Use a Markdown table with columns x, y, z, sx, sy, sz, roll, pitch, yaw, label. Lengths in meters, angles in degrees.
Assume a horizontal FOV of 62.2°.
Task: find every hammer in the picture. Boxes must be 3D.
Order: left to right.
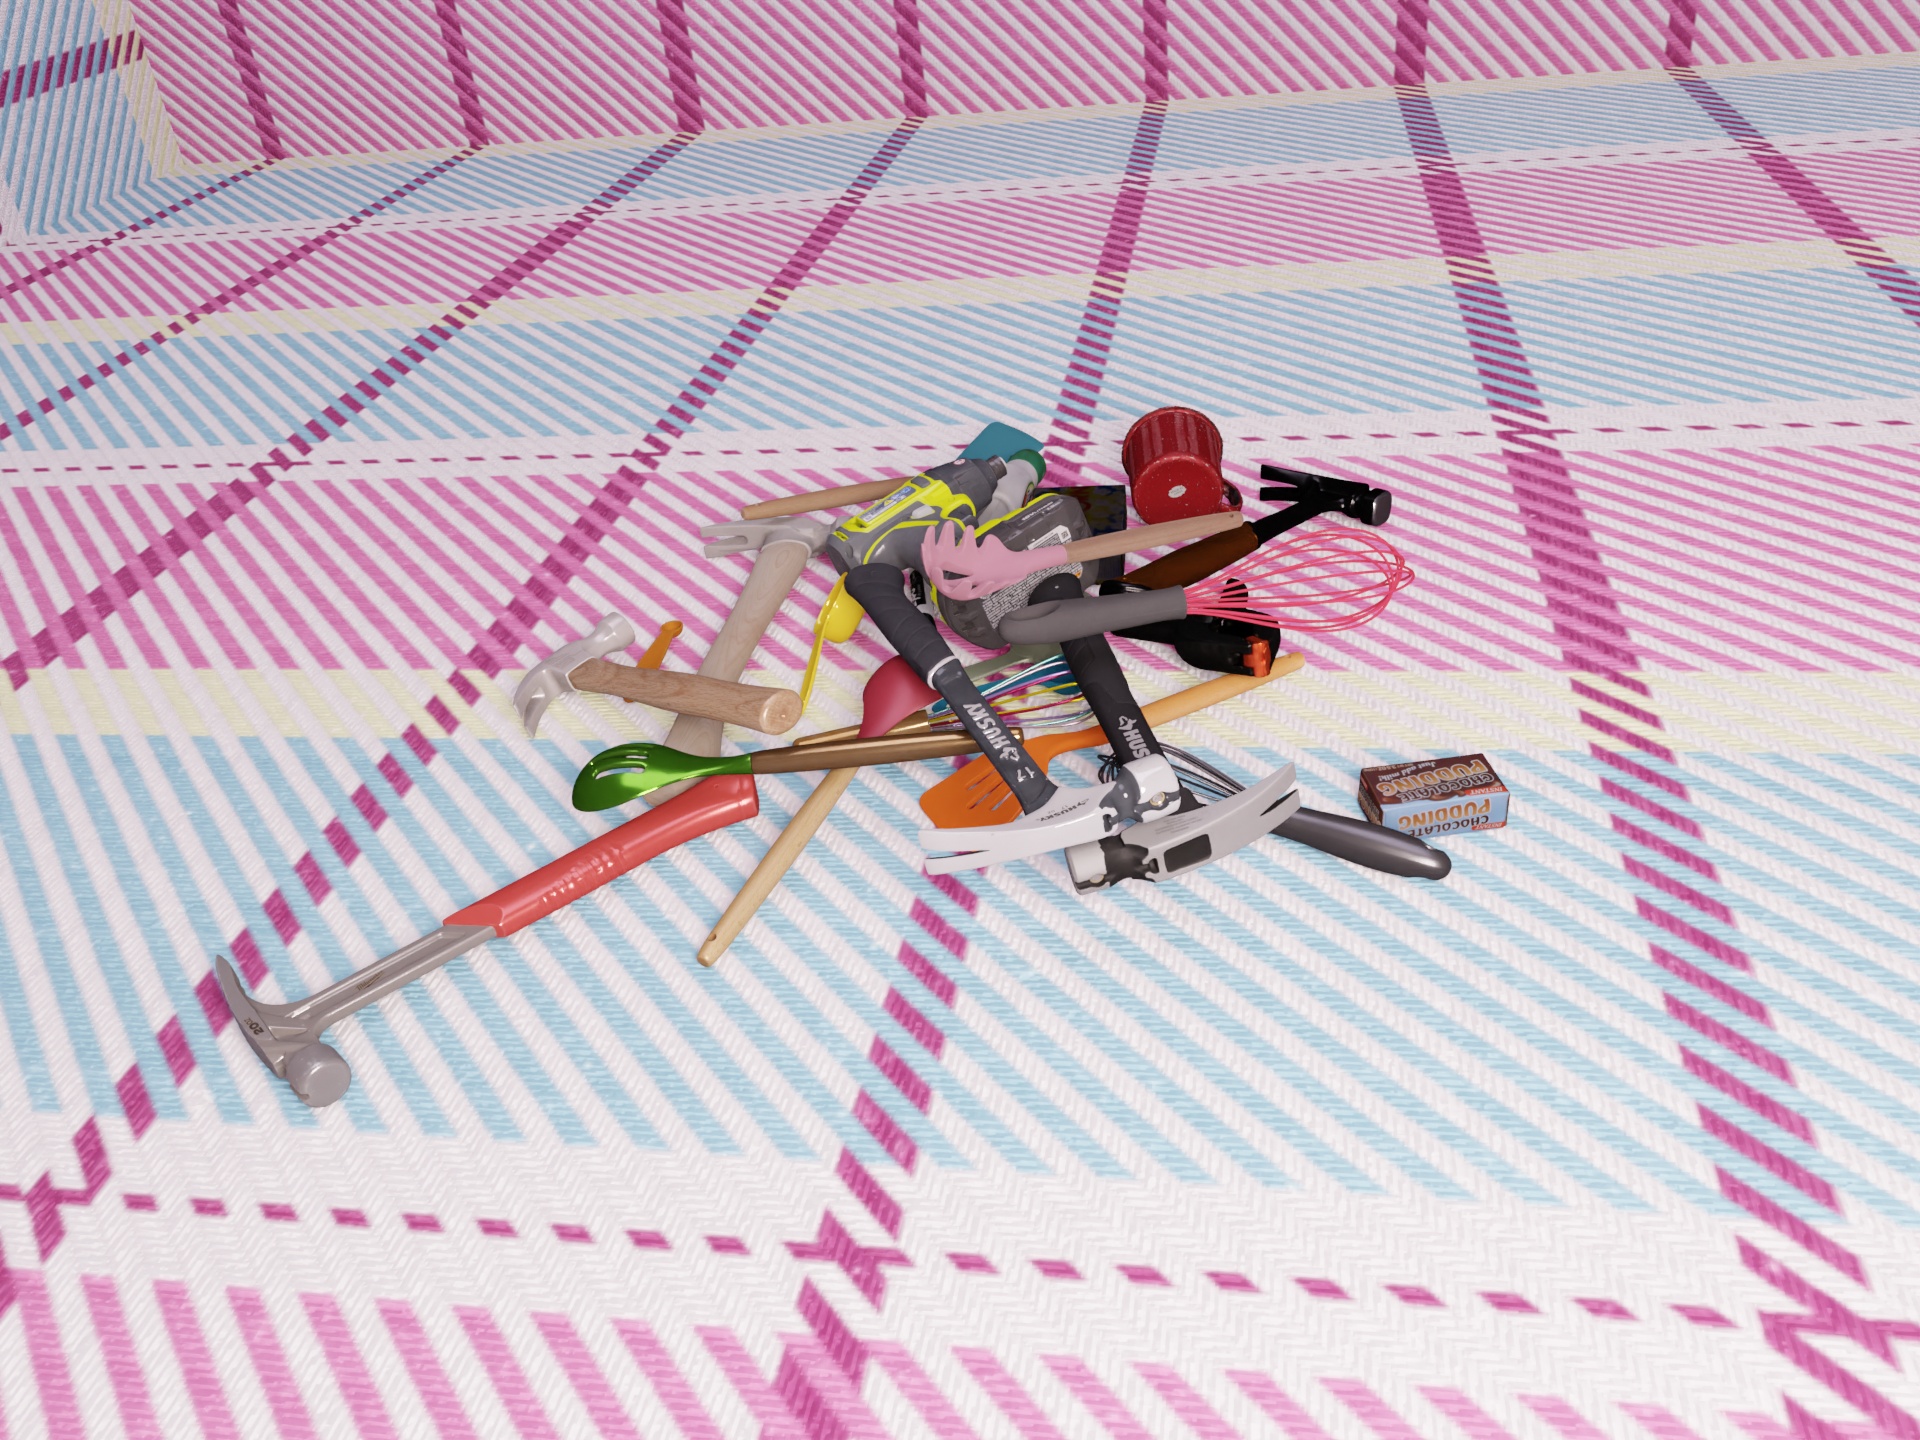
| x | y | z | sx | sy | sz | roll | pitch | yaw | label |
| --- | --- | --- | --- | --- | --- | --- | --- | --- | --- |
| -0.287 | 0.113 | 1.032 | 0.359 | 0.036 | 0.149 | -29 | 39 | -31 | hammer |
| -0.225 | -0.023 | 1.168 | 0.130 | 0.031 | 0.331 | -41 | 31 | -28 | hammer |
| -0.191 | -0.061 | 1.289 | 0.146 | 0.038 | 0.411 | -1 | 33 | 11 | hammer |
| -0.009 | -0.021 | 1.058 | 0.149 | 0.036 | 0.409 | -19 | 31 | -12 | hammer |
| 0.107 | -0.012 | 1.059 | 0.146 | 0.035 | 0.335 | -17 | 34 | -1 | hammer |
| 0.219 | -0.148 | 1.308 | 0.127 | 0.034 | 0.337 | 20 | 33 | 37 | hammer |

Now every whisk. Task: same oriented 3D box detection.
| x | y | z | sx | sy | sz | roll | pitch | yaw | label |
| --- | --- | --- | --- | --- | --- | --- | --- | --- | --- |
| -0.002 | -0.005 | 1.154 | 0.245 | 0.051 | 0.047 | -12 | 15 | -1 | whisk |
| 0.170 | -0.084 | 1.085 | 0.296 | 0.073 | 0.073 | -9 | 32 | -8 | whisk |
| 0.196 | 0.059 | 1.022 | 0.239 | 0.055 | 0.055 | 17 | 39 | 25 | whisk |

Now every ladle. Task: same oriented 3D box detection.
| x | y | z | sx | sy | sz | roll | pitch | yaw | label |
| --- | --- | --- | --- | --- | --- | --- | --- | --- | --- |
| -0.088 | 0.047 | 1.074 | 0.069 | 0.031 | 0.315 | 7 | 44 | 30 | ladle |

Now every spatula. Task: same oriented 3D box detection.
| x | y | z | sx | sy | sz | roll | pitch | yaw | label |
| --- | --- | --- | --- | --- | --- | --- | --- | --- | --- |
| -0.067 | -0.230 | 1.498 | 0.317 | 0.044 | 0.082 | -17 | 36 | -34 | spatula |
| 0.122 | 0.009 | 1.136 | 0.322 | 0.041 | 0.081 | -20 | 35 | -27 | spatula |

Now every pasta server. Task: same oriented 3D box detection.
| x | y | z | sx | sy | sz | roll | pitch | yaw | label |
| --- | --- | --- | --- | --- | --- | --- | --- | --- | --- |
| 0.100 | -0.133 | 1.191 | 0.316 | 0.040 | 0.060 | -15 | 60 | -33 | pasta server |

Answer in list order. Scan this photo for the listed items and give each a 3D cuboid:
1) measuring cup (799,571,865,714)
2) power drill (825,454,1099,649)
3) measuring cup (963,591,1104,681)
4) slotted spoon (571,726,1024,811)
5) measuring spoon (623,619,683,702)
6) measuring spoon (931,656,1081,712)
| x | y | z | sx | sy | sz | roll | pitch | yaw | label |
| --- | --- | --- | --- | --- | --- | --- | --- | --- | --- |
| -0.102 | -0.055 | 1.265 | 0.029 | 0.062 | 0.157 | 26 | 45 | -15 | measuring cup |
| 0.007 | -0.149 | 1.292 | 0.171 | 0.080 | 0.223 | -35 | 33 | -14 | power drill |
| 0.039 | -0.063 | 1.246 | 0.167 | 0.038 | 0.083 | -22 | 36 | -27 | measuring cup |
| -0.113 | 0.025 | 1.066 | 0.314 | 0.031 | 0.070 | -6 | 31 | 7 | slotted spoon |
| -0.252 | -0.047 | 1.304 | 0.021 | 0.011 | 0.117 | -1 | 36 | 13 | measuring spoon |
| 0.042 | -0.020 | 1.206 | 0.128 | 0.021 | 0.042 | -16 | 33 | 2 | measuring spoon |
